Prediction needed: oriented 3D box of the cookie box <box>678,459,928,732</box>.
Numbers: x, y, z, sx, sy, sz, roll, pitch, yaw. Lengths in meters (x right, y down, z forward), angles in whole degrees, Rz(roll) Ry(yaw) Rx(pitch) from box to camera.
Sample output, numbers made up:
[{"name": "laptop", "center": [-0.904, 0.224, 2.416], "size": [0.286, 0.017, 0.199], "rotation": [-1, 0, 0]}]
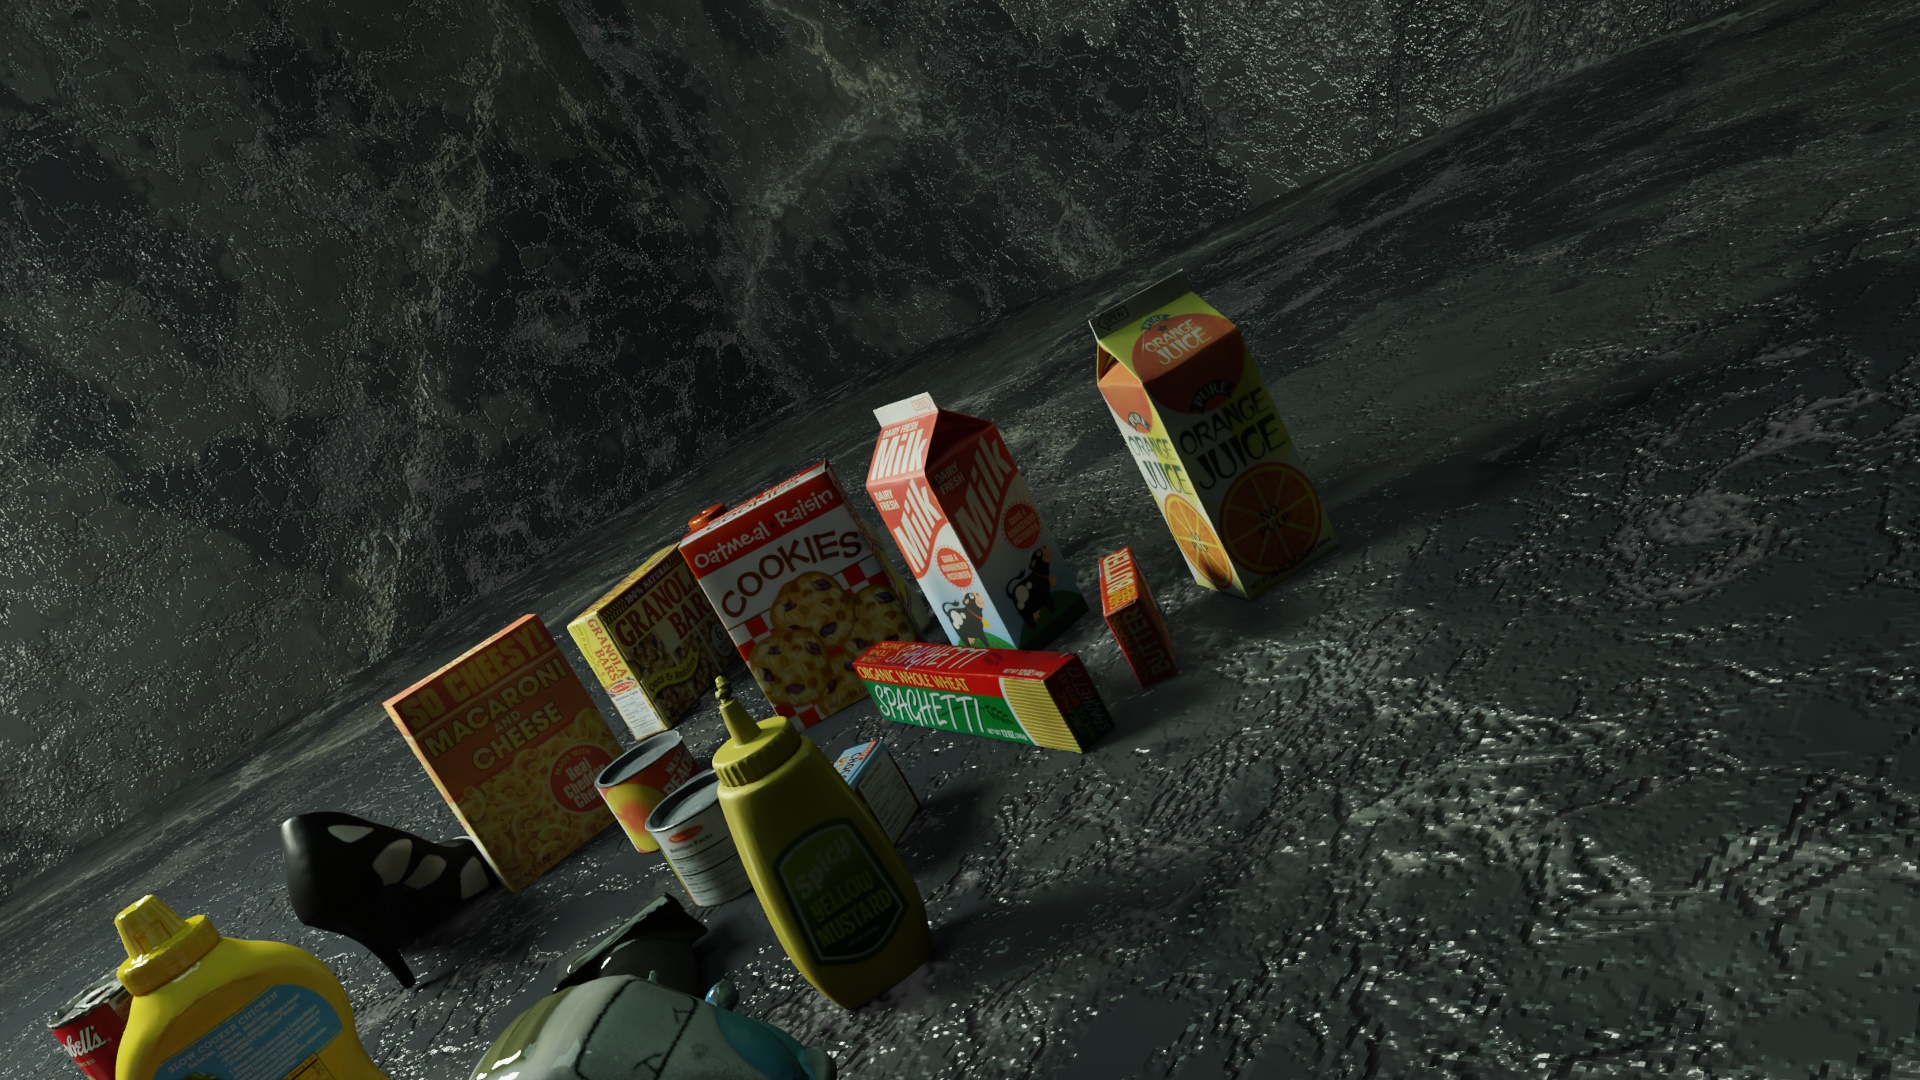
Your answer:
[{"name": "cookie box", "center": [-0.113, 0.043, 1.032], "size": [0.123, 0.167, 0.040], "rotation": [-28, 12, 2]}]

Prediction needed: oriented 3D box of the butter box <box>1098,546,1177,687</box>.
[{"name": "butter box", "center": [0.105, 0.044, 0.832], "size": [0.024, 0.053, 0.104], "rotation": [-26, 13, 11]}]

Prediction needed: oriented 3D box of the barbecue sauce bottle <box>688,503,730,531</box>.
[{"name": "barbecue sauce bottle", "center": [-0.193, 0.038, 1.255], "size": [0.044, 0.148, 0.065], "rotation": [-33, 13, -20]}]

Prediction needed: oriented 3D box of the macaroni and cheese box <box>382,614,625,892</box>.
[{"name": "macaroni and cheese box", "center": [-0.330, 0.157, 1.040], "size": [0.124, 0.166, 0.040], "rotation": [-35, 14, -28]}]

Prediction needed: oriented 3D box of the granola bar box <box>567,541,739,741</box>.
[{"name": "granola bar box", "center": [-0.276, 0.089, 1.285], "size": [0.039, 0.124, 0.166], "rotation": [-23, 14, 24]}]

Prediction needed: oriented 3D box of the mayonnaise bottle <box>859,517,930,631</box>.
[{"name": "mayonnaise bottle", "center": [-0.083, 0.019, 1.103], "size": [0.065, 0.148, 0.041], "rotation": [-35, 14, -28]}]

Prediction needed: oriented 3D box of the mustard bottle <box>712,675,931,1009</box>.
[{"name": "mustard bottle", "center": [-0.072, 0.131, 0.623], "size": [0.065, 0.160, 0.049], "rotation": [-32, 13, -15]}]

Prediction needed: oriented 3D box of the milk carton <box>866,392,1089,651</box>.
[{"name": "milk carton", "center": [0.003, -0.012, 0.950], "size": [0.074, 0.190, 0.072], "rotation": [-37, 15, -34]}]

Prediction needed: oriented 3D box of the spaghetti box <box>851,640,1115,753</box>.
[{"name": "spaghetti box", "center": [0.005, 0.093, 0.859], "size": [0.029, 0.050, 0.249], "rotation": [-35, 14, -26]}]

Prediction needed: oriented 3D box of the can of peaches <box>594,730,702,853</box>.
[{"name": "can of peaches", "center": [-0.209, 0.174, 0.967], "size": [0.071, 0.058, 0.071], "rotation": [-27, 13, 7]}]

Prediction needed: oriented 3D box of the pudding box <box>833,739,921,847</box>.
[{"name": "pudding box", "center": [-0.058, 0.152, 0.762], "size": [0.030, 0.049, 0.084], "rotation": [-21, 14, 28]}]

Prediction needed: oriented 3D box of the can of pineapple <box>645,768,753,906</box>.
[{"name": "can of pineapple", "center": [-0.145, 0.175, 0.832], "size": [0.071, 0.057, 0.071], "rotation": [-27, 13, 7]}]

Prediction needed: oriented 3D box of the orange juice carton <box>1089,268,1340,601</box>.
[{"name": "orange juice carton", "center": [0.149, -0.066, 0.852], "size": [0.072, 0.192, 0.073], "rotation": [-31, 13, -11]}]
